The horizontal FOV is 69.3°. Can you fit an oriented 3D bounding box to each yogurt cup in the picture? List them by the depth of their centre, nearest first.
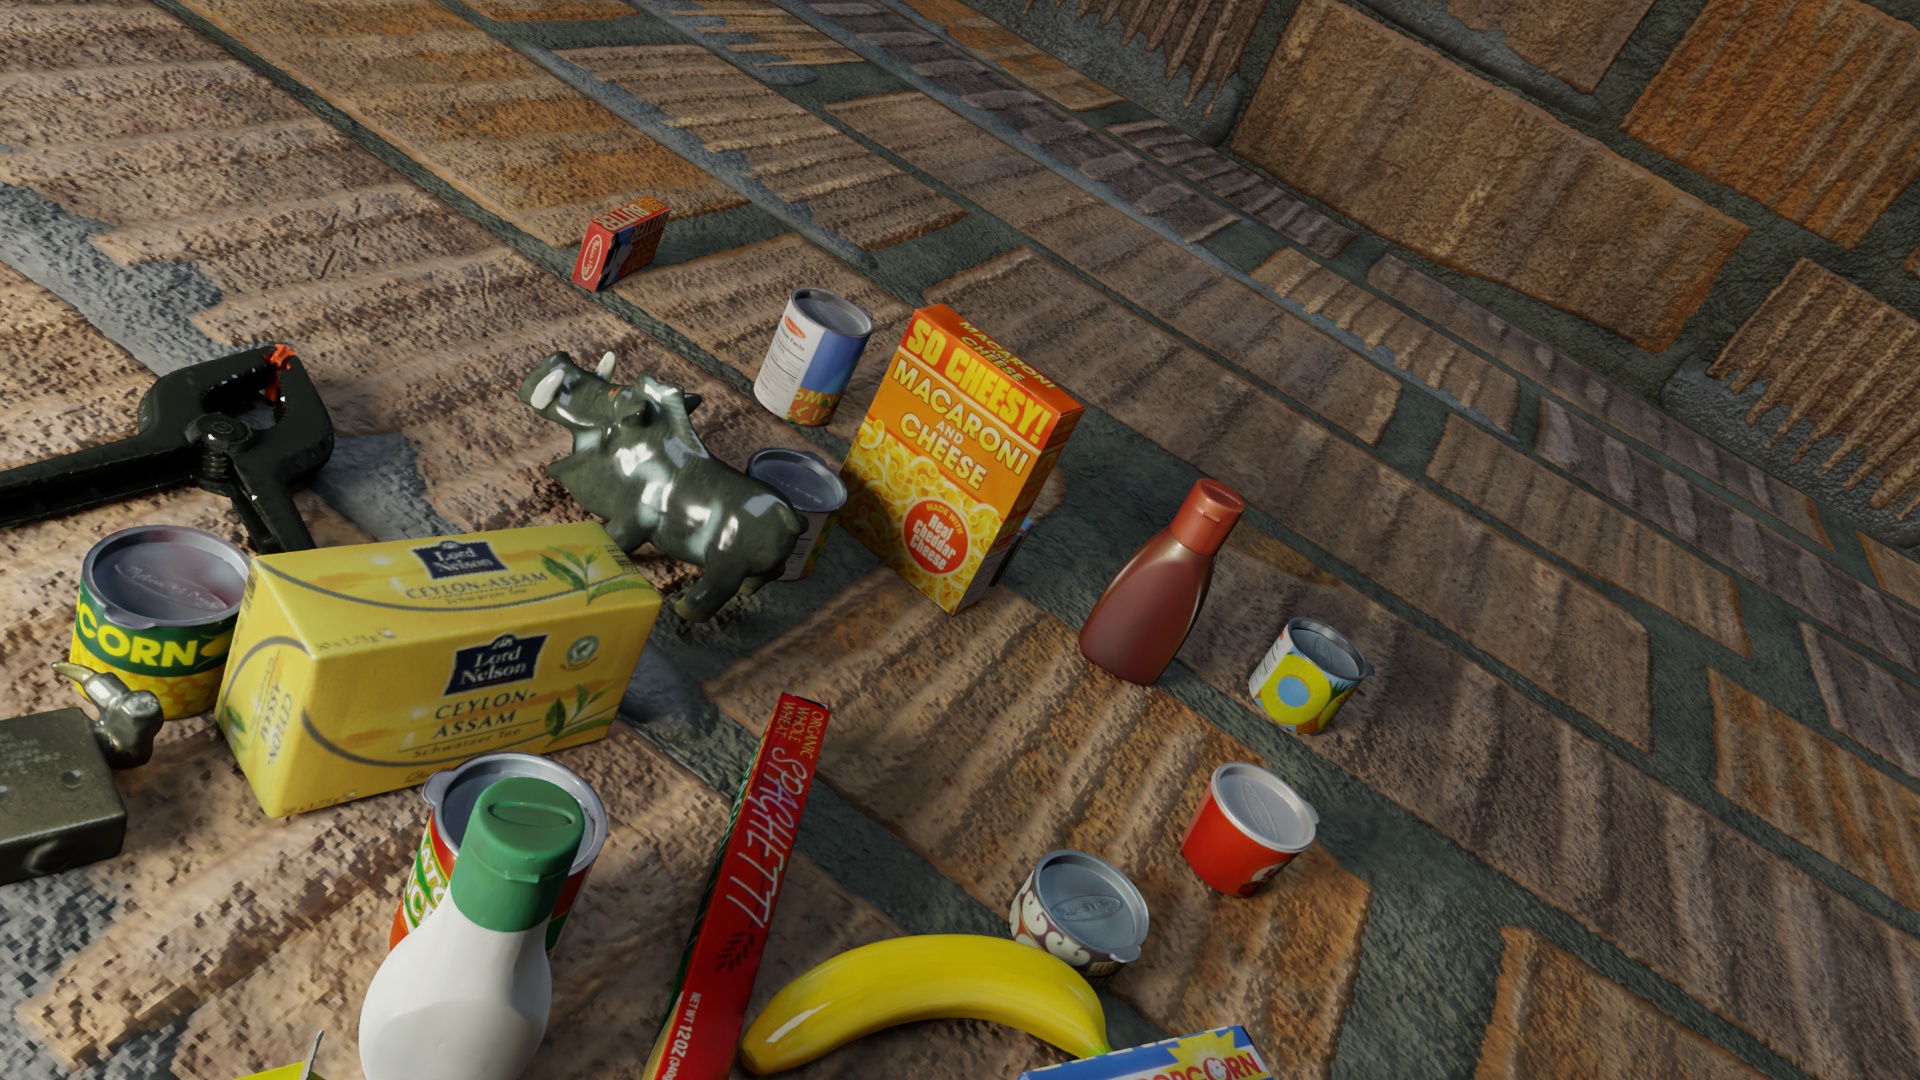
[{"bbox_3d":[0.167,0.173,0.822,0.072,0.053,0.073,21,30,-13],"label":"yogurt cup"}]

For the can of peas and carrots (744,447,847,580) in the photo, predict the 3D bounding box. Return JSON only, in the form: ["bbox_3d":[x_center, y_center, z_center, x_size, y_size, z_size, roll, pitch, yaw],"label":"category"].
[{"bbox_3d":[-0.113,-0.018,0.885,0.071,0.058,0.071,21,30,-13],"label":"can of peas and carrots"}]

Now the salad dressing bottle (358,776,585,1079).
[{"bbox_3d":[-0.170,0.146,0.490,0.064,0.147,0.044,14,32,-24],"label":"salad dressing bottle"}]

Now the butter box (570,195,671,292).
[{"bbox_3d":[-0.269,-0.237,1.104,0.024,0.053,0.104,29,29,1],"label":"butter box"}]

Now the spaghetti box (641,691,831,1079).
[{"bbox_3d":[-0.099,0.161,0.624,0.029,0.050,0.251,23,30,-8],"label":"spaghetti box"}]

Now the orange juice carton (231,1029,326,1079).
[{"bbox_3d":[-0.183,0.206,0.340,0.073,0.191,0.072,18,31,-18],"label":"orange juice carton"}]

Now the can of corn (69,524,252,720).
[{"bbox_3d":[-0.348,0.037,0.604,0.071,0.058,0.071,21,30,-13],"label":"can of corn"}]

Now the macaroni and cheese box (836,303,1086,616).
[{"bbox_3d":[-0.008,-0.053,0.918,0.124,0.165,0.040,38,31,18],"label":"macaroni and cheese box"}]

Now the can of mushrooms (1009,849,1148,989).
[{"bbox_3d":[0.062,0.198,0.718,0.071,0.033,0.071,21,30,-13],"label":"can of mushrooms"}]

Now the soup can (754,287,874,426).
[{"bbox_3d":[-0.109,-0.138,1.051,0.071,0.083,0.072,21,30,-13],"label":"soup can"}]

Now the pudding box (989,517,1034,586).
[{"bbox_3d":[0.004,-0.012,0.981,0.084,0.049,0.030,33,29,8],"label":"pudding box"}]

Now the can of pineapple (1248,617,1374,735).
[{"bbox_3d":[0.253,0.099,1.005,0.071,0.057,0.071,21,30,-13],"label":"can of pineapple"}]

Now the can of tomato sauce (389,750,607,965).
[{"bbox_3d":[-0.188,0.137,0.556,0.071,0.082,0.071,21,30,-13],"label":"can of tomato sauce"}]

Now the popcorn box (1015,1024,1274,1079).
[{"bbox_3d":[0.063,0.251,0.582,0.127,0.084,0.038,4,37,-36],"label":"popcorn box"}]

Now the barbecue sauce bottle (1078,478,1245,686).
[{"bbox_3d":[0.138,0.027,0.932,0.065,0.147,0.044,29,29,1],"label":"barbecue sauce bottle"}]
